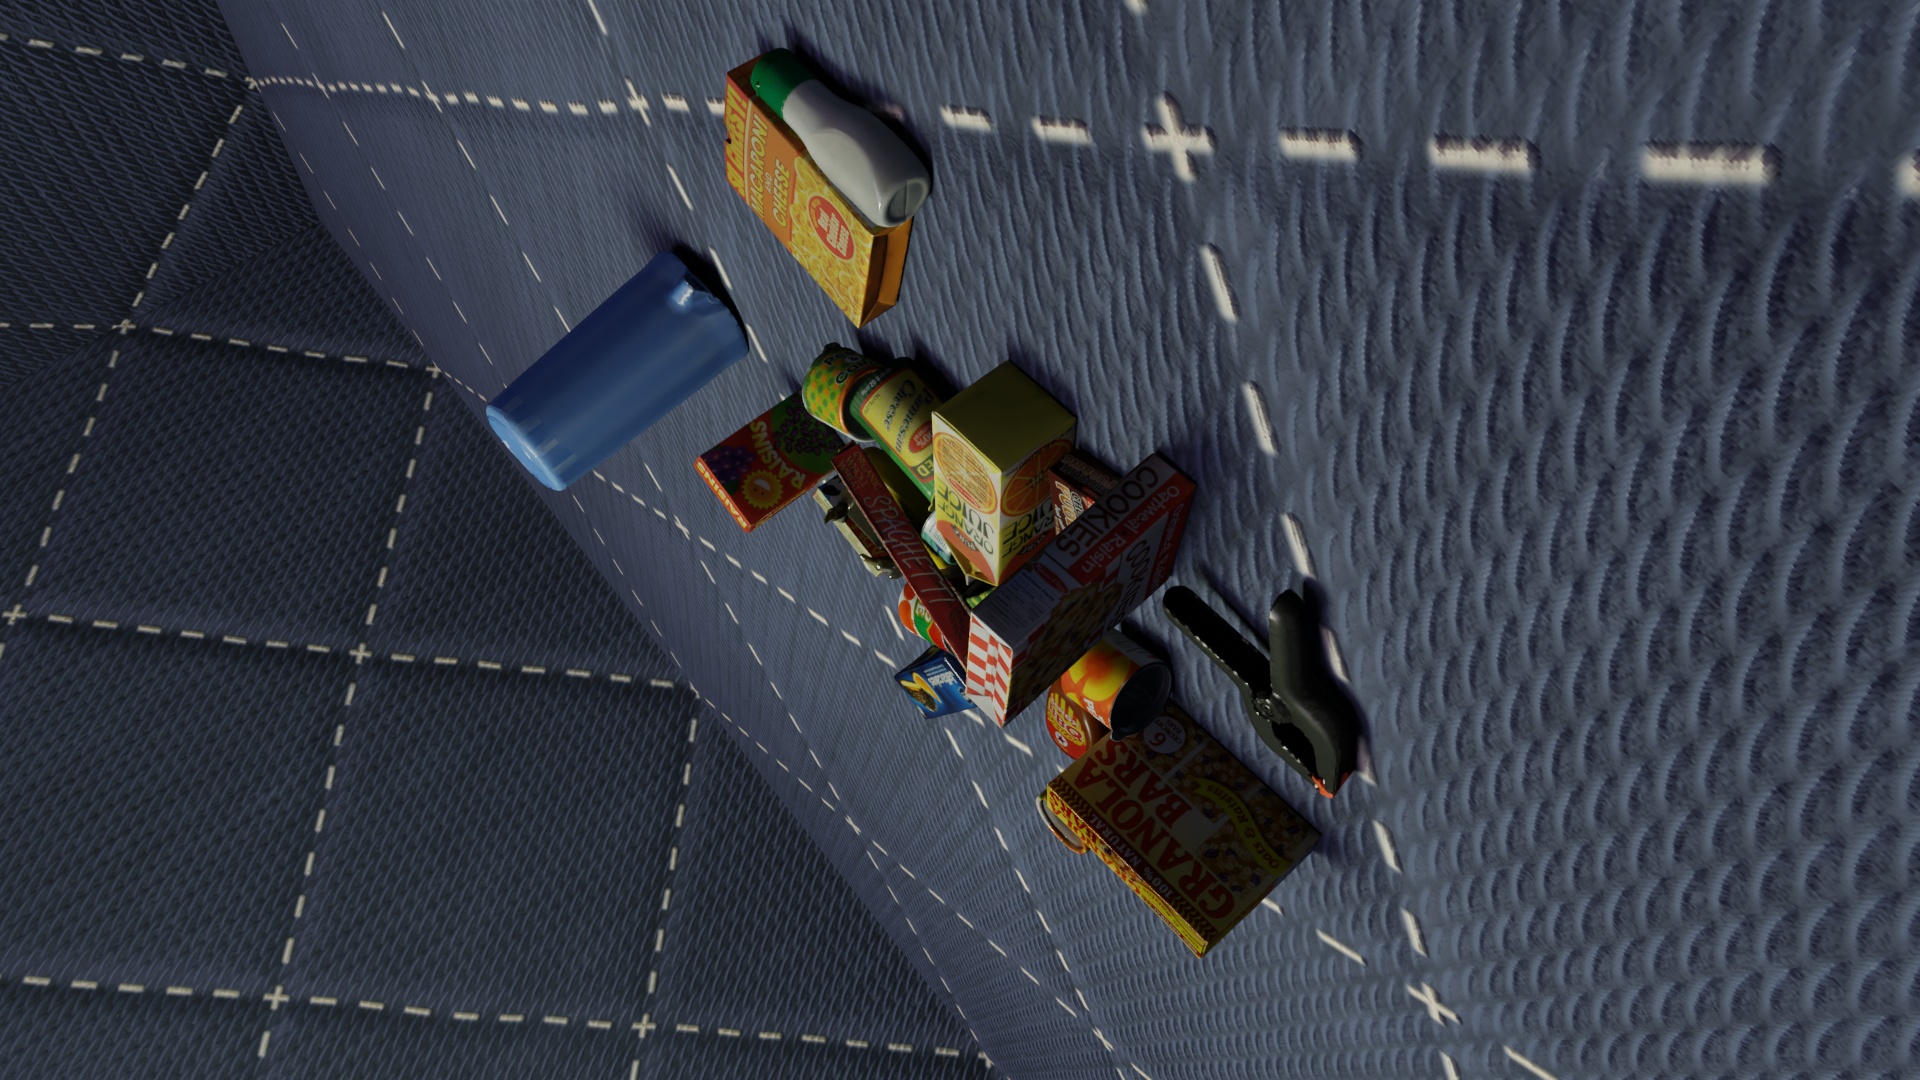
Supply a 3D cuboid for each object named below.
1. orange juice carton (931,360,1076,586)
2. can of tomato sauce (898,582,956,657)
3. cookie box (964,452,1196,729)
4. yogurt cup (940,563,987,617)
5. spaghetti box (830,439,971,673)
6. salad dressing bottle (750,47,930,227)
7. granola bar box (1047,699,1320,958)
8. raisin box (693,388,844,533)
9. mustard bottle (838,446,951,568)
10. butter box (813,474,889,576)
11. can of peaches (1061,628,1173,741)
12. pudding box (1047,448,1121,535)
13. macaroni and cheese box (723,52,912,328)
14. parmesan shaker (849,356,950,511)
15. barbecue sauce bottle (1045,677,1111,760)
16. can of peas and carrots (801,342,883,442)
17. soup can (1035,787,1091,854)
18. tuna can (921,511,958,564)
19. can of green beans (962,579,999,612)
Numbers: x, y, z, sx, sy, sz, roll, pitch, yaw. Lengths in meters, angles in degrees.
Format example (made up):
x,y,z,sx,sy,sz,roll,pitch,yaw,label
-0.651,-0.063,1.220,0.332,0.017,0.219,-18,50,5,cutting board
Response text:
x,y,z,sx,sy,sz,roll,pitch,yaw,label
0.030,-0.035,1.021,0.073,0.072,0.191,44,157,24,orange juice carton
-0.011,0.066,1.281,0.083,0.071,0.071,21,143,56,can of tomato sauce
0.075,0.033,0.896,0.040,0.168,0.122,42,157,20,cookie box
0.013,0.045,1.203,0.072,0.072,0.054,5,120,64,yogurt cup
-0.031,0.029,1.153,0.250,0.029,0.050,57,176,7,spaghetti box
-0.082,-0.271,0.925,0.148,0.044,0.064,47,159,19,salad dressing bottle
0.166,0.212,1.052,0.166,0.124,0.038,42,156,27,granola bar box
-0.180,-0.077,1.336,0.086,0.124,0.040,53,159,-1,raisin box
-0.055,-0.042,1.228,0.160,0.049,0.065,42,150,29,mustard bottle
-0.089,-0.020,1.332,0.103,0.053,0.024,52,157,2,butter box
0.118,0.110,1.067,0.058,0.071,0.071,36,154,41,can of peaches
0.091,-0.019,0.976,0.050,0.030,0.083,38,155,33,pudding box
-0.108,-0.252,1.013,0.166,0.040,0.123,48,158,12,macaroni and cheese box
-0.032,-0.083,1.077,0.103,0.071,0.071,47,159,15,parmesan shaker
0.102,0.133,1.179,0.065,0.044,0.147,45,158,27,barbecue sauce bottle
-0.088,-0.123,1.146,0.059,0.071,0.070,31,150,45,can of peas and carrots
0.121,0.230,1.237,0.071,0.084,0.071,43,157,24,soup can
0.004,-0.014,1.125,0.033,0.071,0.070,46,158,16,tuna can
0.044,0.054,1.144,0.057,0.071,0.071,57,159,-10,can of green beans
